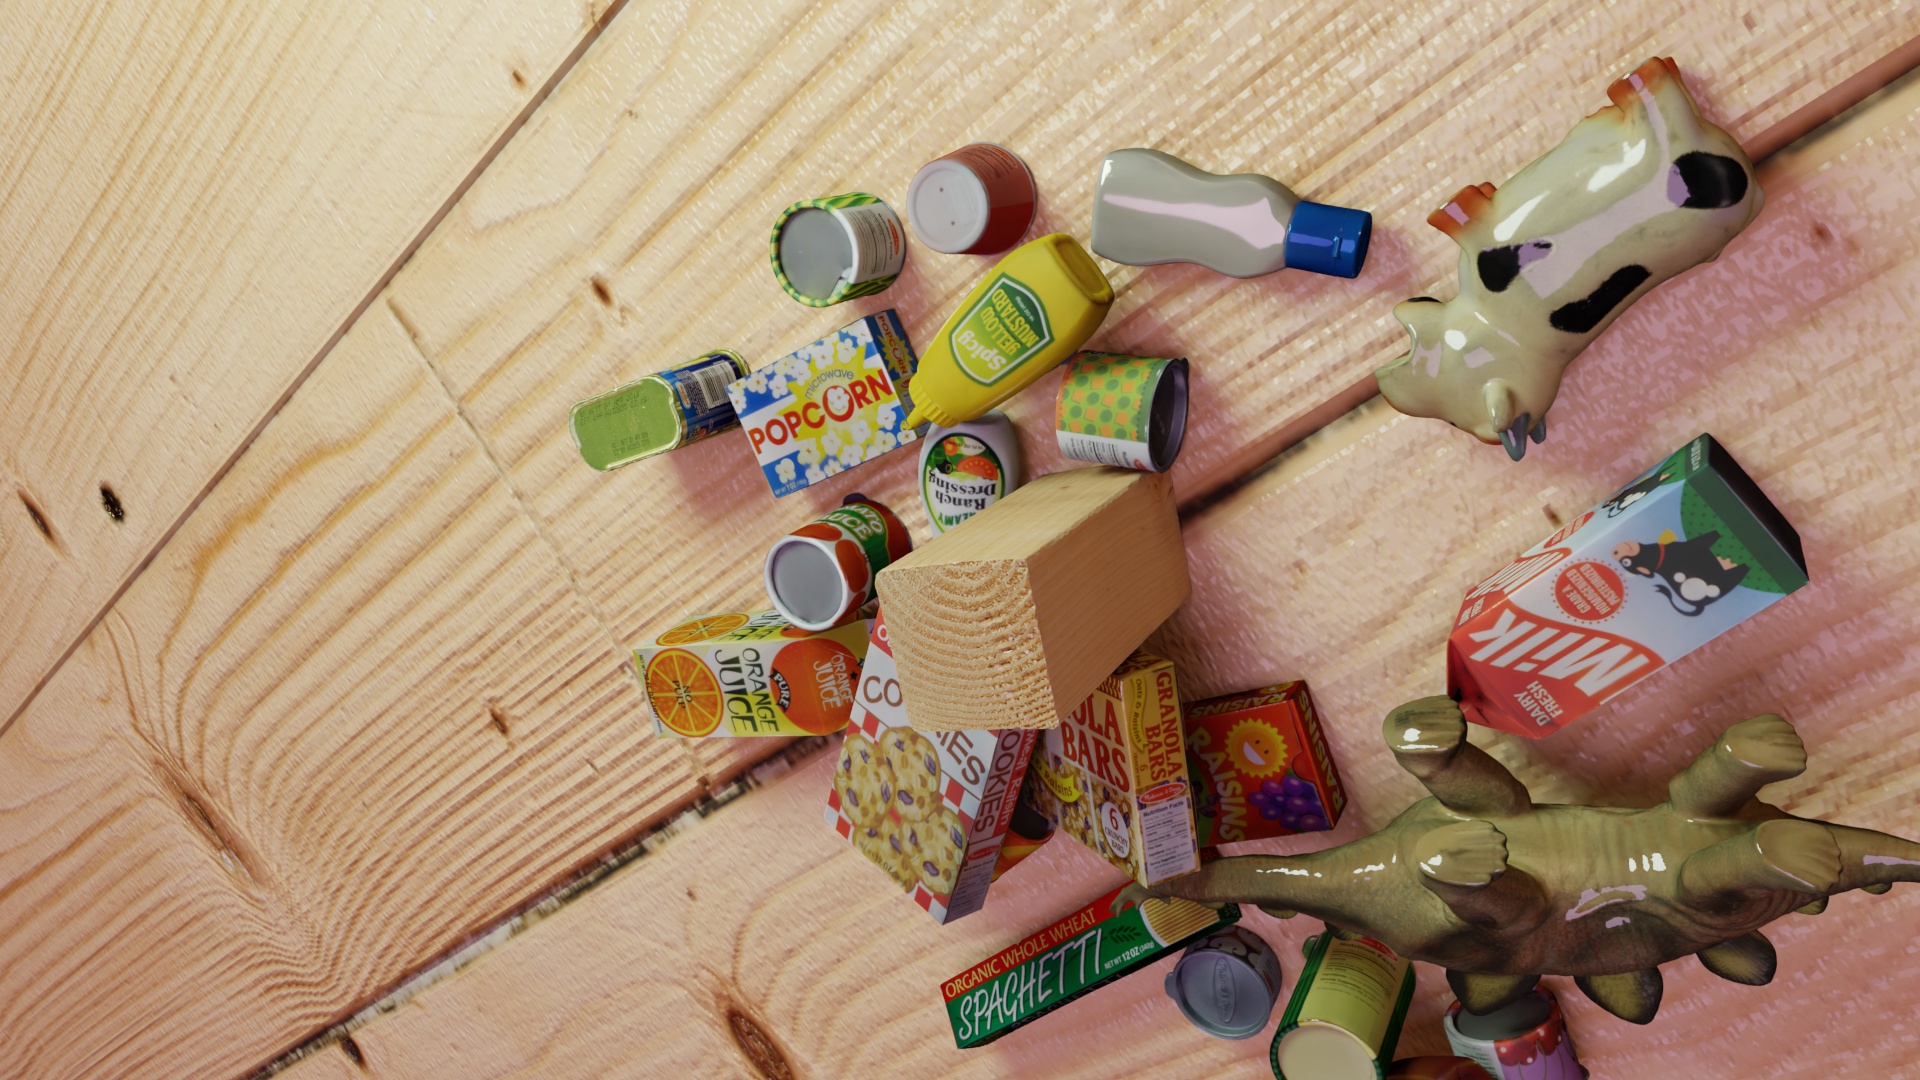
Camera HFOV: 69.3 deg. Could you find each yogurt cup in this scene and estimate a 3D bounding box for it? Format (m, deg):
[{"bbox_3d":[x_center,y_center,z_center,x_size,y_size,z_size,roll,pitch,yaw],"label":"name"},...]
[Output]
[{"bbox_3d":[0.004,-0.199,0.820,0.072,0.054,0.072,9,111,25],"label":"yogurt cup"}]

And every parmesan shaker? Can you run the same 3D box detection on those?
[{"bbox_3d":[0.227,0.285,0.832,0.071,0.103,0.071,9,111,26],"label":"parmesan shaker"}]

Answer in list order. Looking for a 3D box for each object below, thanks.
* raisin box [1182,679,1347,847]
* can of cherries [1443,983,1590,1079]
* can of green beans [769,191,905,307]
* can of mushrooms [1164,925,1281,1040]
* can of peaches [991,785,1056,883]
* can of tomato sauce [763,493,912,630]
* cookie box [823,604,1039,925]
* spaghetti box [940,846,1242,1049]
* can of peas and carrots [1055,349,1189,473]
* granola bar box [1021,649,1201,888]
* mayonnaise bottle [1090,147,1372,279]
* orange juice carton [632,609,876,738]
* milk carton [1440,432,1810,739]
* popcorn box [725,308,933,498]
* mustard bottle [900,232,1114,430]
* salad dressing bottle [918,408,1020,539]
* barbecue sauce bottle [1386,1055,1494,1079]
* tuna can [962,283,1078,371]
[{"bbox_3d":[0.164,0.140,0.856,0.123,0.040,0.086,-16,98,31],"label":"raisin box"},{"bbox_3d":[0.325,0.298,0.809,0.071,0.072,0.058,-18,97,32],"label":"can of cherries"},{"bbox_3d":[-0.077,-0.182,0.867,0.071,0.058,0.071,9,111,26],"label":"can of green beans"},{"bbox_3d":[0.171,0.287,0.904,0.071,0.033,0.070,9,111,25],"label":"can of mushrooms"},{"bbox_3d":[0.020,0.188,0.930,0.071,0.071,0.058,50,121,5],"label":"can of peaches"},{"bbox_3d":[-0.081,0.014,0.919,0.071,0.083,0.071,9,111,25],"label":"can of tomato sauce"},{"bbox_3d":[-0.018,0.136,0.881,0.123,0.040,0.166,33,116,38],"label":"cookie box"},{"bbox_3d":[0.081,0.281,0.942,0.249,0.029,0.050,-38,56,32],"label":"spaghetti box"},{"bbox_3d":[0.095,-0.078,0.807,0.059,0.071,0.070,10,111,26],"label":"can of peas and carrots"},{"bbox_3d":[0.081,0.120,0.835,0.165,0.039,0.124,-163,63,-67],"label":"granola bar box"},{"bbox_3d":[0.147,-0.174,0.761,0.148,0.041,0.064,16,115,22],"label":"mayonnaise bottle"},{"bbox_3d":[-0.128,0.092,0.977,0.192,0.073,0.071,-5,104,29],"label":"orange juice carton"},{"bbox_3d":[0.323,0.036,0.716,0.073,0.072,0.189,51,122,4],"label":"milk carton"},{"bbox_3d":[-0.084,-0.088,0.914,0.126,0.038,0.085,-20,96,32],"label":"popcorn box"},{"bbox_3d":[0.016,-0.108,0.806,0.159,0.049,0.065,-41,83,32],"label":"mustard bottle"},{"bbox_3d":[0.003,-0.011,0.888,0.064,0.044,0.147,9,113,11],"label":"salad dressing bottle"},{"bbox_3d":[0.265,0.341,0.826,0.065,0.044,0.148,65,157,12],"label":"barbecue sauce bottle"},{"bbox_3d":[0.035,-0.127,0.840,0.071,0.033,0.070,9,110,26],"label":"tuna can"}]
